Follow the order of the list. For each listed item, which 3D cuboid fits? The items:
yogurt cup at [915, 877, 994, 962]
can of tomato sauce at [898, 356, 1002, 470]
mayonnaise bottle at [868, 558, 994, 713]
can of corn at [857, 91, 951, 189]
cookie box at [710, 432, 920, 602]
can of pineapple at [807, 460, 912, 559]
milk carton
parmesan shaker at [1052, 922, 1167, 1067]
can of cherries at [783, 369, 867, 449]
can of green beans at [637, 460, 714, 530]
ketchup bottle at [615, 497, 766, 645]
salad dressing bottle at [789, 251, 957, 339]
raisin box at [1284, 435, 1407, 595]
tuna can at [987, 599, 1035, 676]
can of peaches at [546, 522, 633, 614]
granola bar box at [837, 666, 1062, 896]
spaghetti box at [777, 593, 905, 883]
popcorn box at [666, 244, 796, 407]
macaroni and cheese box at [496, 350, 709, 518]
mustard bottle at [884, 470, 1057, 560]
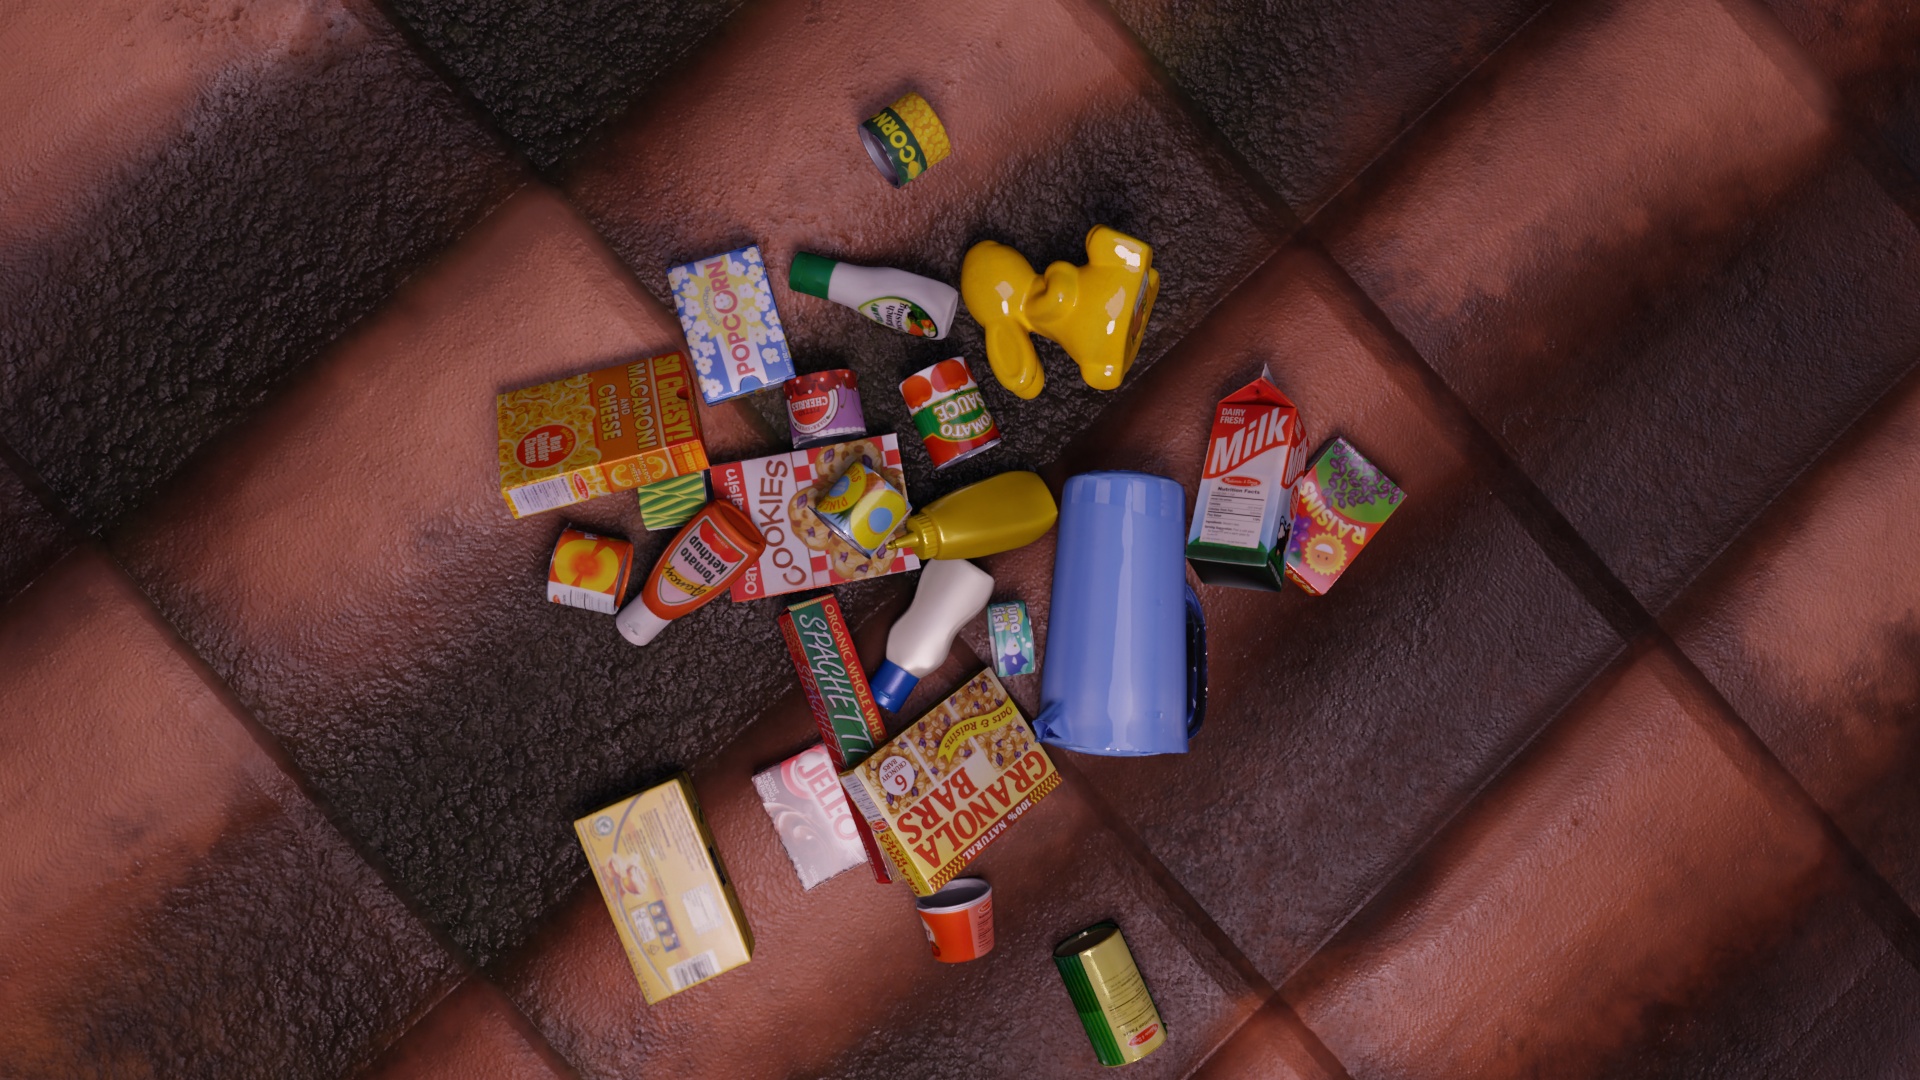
[{"bbox_3d":[-0.002,0.332,1.212,0.072,0.072,0.054,-11,96,-5],"label":"yogurt cup"},{"bbox_3d":[-0.008,-0.114,1.233,0.071,0.071,0.083,-24,89,-5],"label":"can of tomato sauce"},{"bbox_3d":[-0.032,0.082,1.235,0.065,0.041,0.148,32,86,5],"label":"mayonnaise bottle"},{"bbox_3d":[-0.050,-0.360,1.244,0.058,0.071,0.071,-36,90,-6],"label":"can of corn"},{"bbox_3d":[-0.129,-0.020,1.233,0.168,0.040,0.123,-10,88,-5],"label":"cookie box"},{"bbox_3d":[-0.085,-0.027,1.183,0.071,0.071,0.058,40,83,-2],"label":"can of pineapple"},{"bbox_3d":[0.259,-0.057,1.229,0.073,0.072,0.191,6,72,26],"label":"milk carton"},{"bbox_3d":[0.132,0.396,1.218,0.071,0.071,0.103,-24,88,-5],"label":"parmesan shaker"},{"bbox_3d":[-0.121,-0.116,1.224,0.071,0.071,0.058,-10,88,-5],"label":"can of cherries"},{"bbox_3d":[-0.248,-0.044,1.212,0.058,0.071,0.071,-6,87,-4],"label":"can of green beans"},{"bbox_3d":[-0.236,0.032,1.194,0.148,0.044,0.064,-42,96,20],"label":"ketchup bottle"},{"bbox_3d":[-0.078,-0.222,1.242,0.148,0.064,0.044,17,67,5],"label":"salad dressing bottle"},{"bbox_3d":[0.333,-0.022,1.272,0.086,0.040,0.123,41,83,-1],"label":"raisin box"},{"bbox_3d":[0.044,0.085,1.226,0.033,0.071,0.071,-8,88,-5],"label":"tuna can"},{"bbox_3d":[-0.319,0.024,1.202,0.058,0.071,0.071,13,86,-4],"label":"can of peaches"},{"bbox_3d":[-0.007,0.205,1.193,0.166,0.039,0.124,-34,91,-35],"label":"granola bar box"},{"bbox_3d":[-0.090,0.169,1.198,0.050,0.028,0.250,-18,84,-35],"label":"spaghetti box"},{"bbox_3d":[-0.203,-0.191,1.238,0.085,0.038,0.126,-17,88,-7],"label":"popcorn box"},{"bbox_3d":[-0.308,-0.093,1.189,0.167,0.040,0.124,-15,48,-5],"label":"macaroni and cheese box"},{"bbox_3d":[0.004,-0.015,1.217,0.161,0.048,0.065,-16,64,-23],"label":"mustard bottle"}]
